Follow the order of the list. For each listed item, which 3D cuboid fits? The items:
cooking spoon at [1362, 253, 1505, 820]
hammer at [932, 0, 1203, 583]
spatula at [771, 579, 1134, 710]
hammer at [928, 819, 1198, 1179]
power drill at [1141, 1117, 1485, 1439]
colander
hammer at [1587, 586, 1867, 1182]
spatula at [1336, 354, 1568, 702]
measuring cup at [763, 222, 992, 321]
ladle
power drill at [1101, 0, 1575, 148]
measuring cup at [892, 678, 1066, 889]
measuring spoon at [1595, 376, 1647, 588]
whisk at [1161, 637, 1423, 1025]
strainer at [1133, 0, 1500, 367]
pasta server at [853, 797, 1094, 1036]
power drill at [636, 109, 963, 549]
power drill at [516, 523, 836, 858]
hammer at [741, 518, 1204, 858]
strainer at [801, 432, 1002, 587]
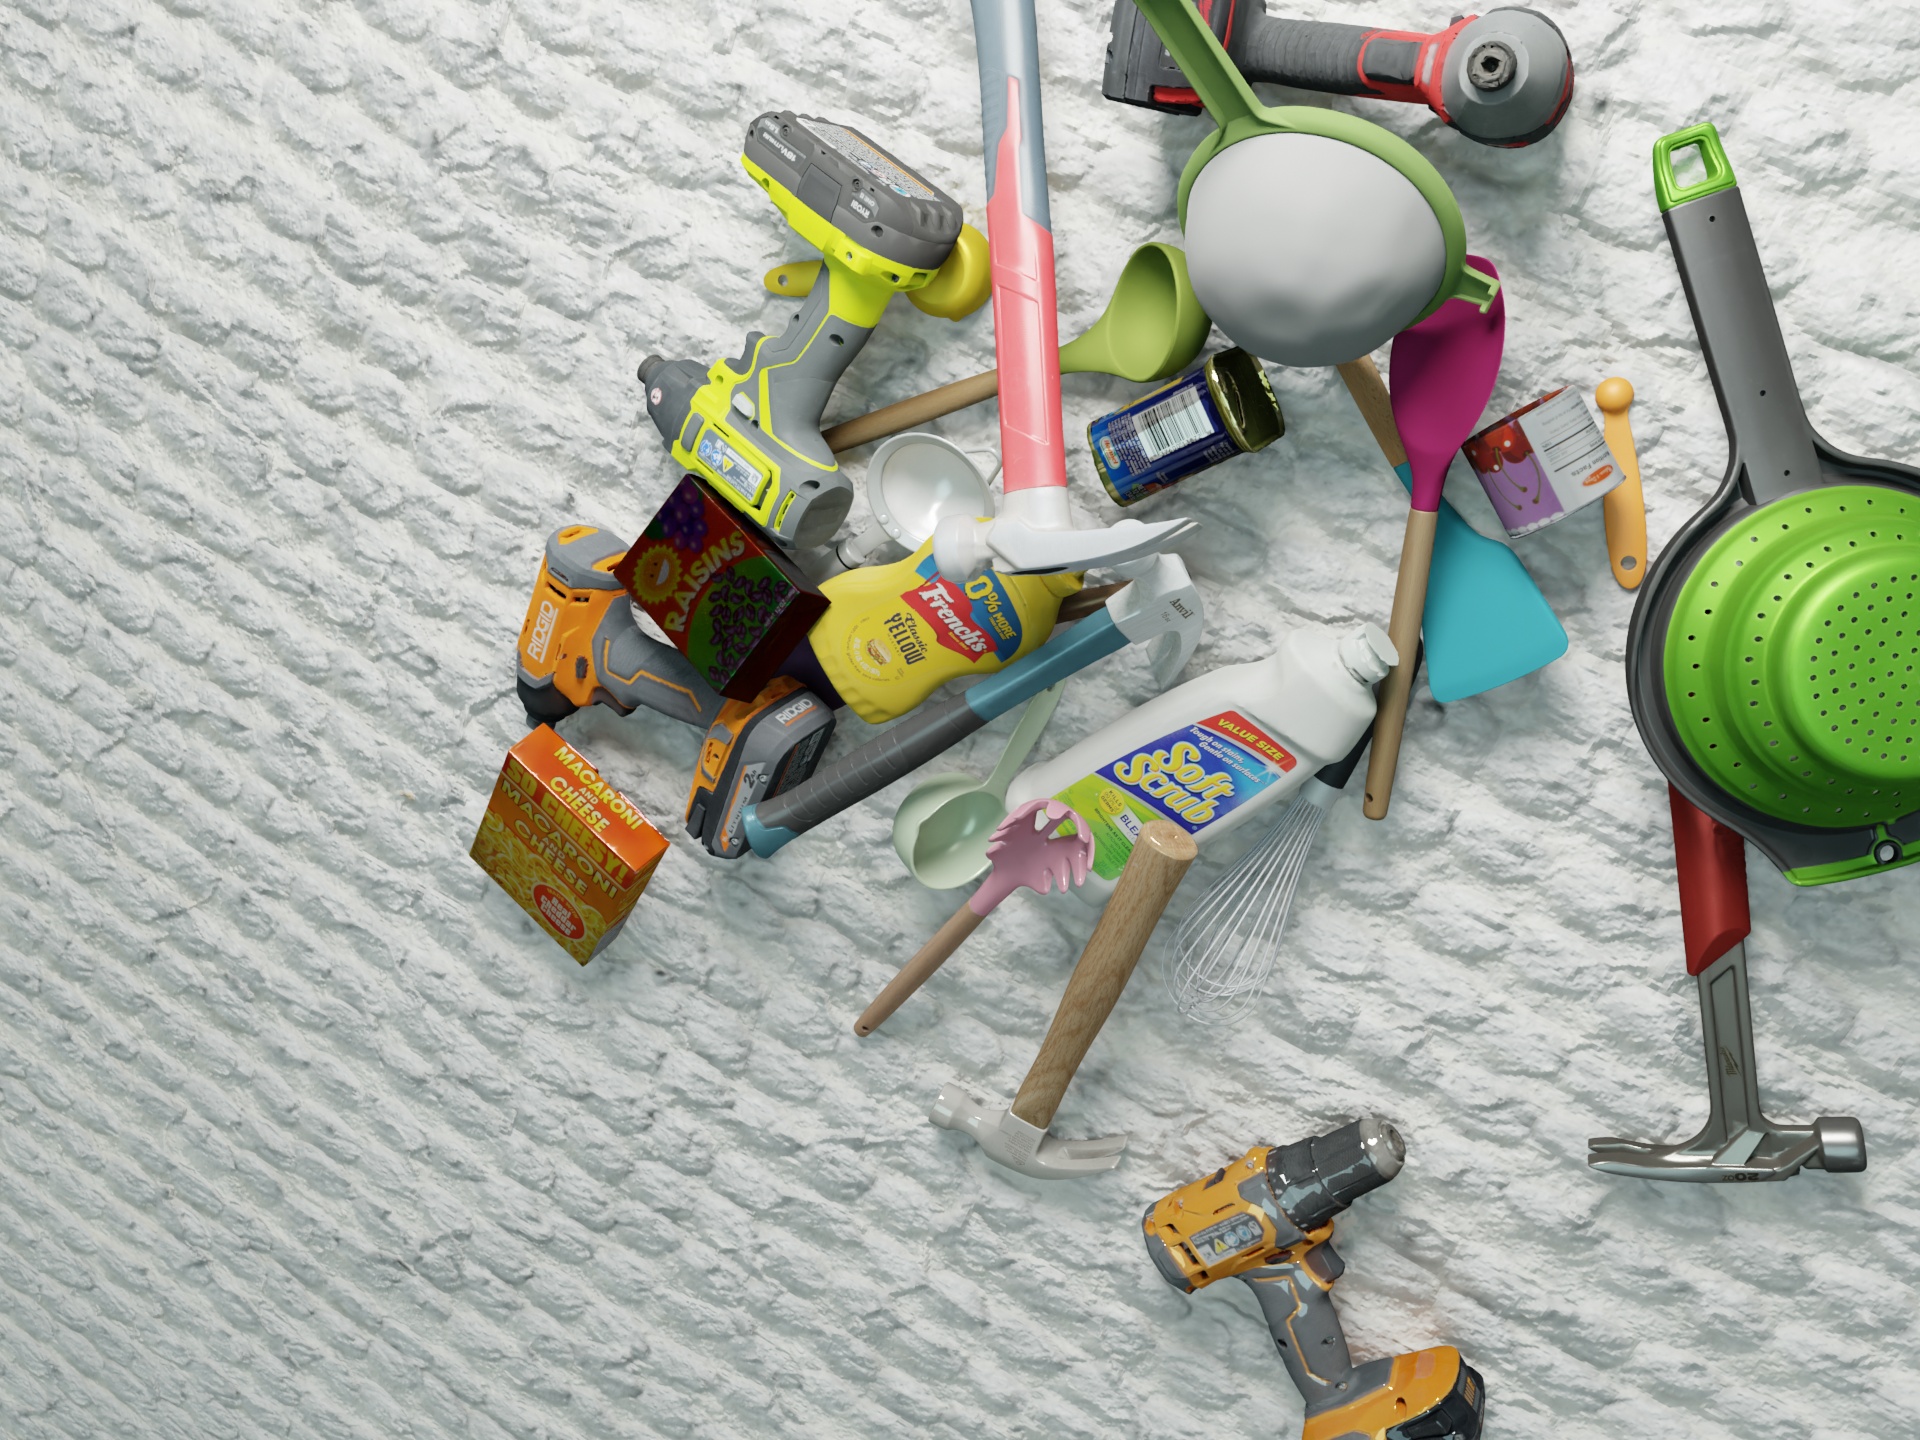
[{"bbox_3d":[0.251,-0.091,0.873,0.069,0.017,0.318,28,122,47],"label":"cooking spoon"},{"bbox_3d":[0.046,-0.273,0.859,0.143,0.038,0.386,-5,85,23],"label":"hammer"},{"bbox_3d":[-0.010,-0.052,1.031,0.316,0.018,0.059,-12,103,26],"label":"spatula"},{"bbox_3d":[0.081,0.189,1.023,0.130,0.031,0.331,26,129,7],"label":"hammer"},{"bbox_3d":[0.251,0.376,1.034,0.185,0.084,0.226,-36,87,25],"label":"power drill"},{"bbox_3d":[0.422,-0.106,0.781,0.204,0.094,0.397,-18,93,8],"label":"colander"},{"bbox_3d":[0.416,0.097,0.901,0.149,0.037,0.359,-6,105,23],"label":"hammer"},{"bbox_3d":[0.234,-0.166,0.885,0.082,0.044,0.317,-26,95,38],"label":"spatula"},{"bbox_3d":[-0.056,-0.272,0.972,0.156,0.029,0.062,2,106,21],"label":"measuring cup"},{"bbox_3d":[0.004,-0.203,0.958,0.320,0.062,0.078,-14,75,28],"label":"ladle"},{"bbox_3d":[0.191,-0.332,0.795,0.220,0.143,0.078,17,112,18],"label":"power drill"},{"bbox_3d":[0.014,0.031,1.034,0.038,0.083,0.167,39,100,45],"label":"measuring cup"},{"bbox_3d":[0.360,-0.128,0.865,0.021,0.011,0.117,-5,105,23],"label":"measuring spoon"},{"bbox_3d":[0.204,0.069,0.968,0.070,0.070,0.284,30,111,10],"label":"whisk"},{"bbox_3d":[0.139,-0.255,0.770,0.151,0.069,0.256,1,148,46],"label":"strainer"},{"bbox_3d":[-0.003,0.138,1.030,0.060,0.040,0.316,35,134,-4],"label":"pasta server"},{"bbox_3d":[-0.107,-0.239,0.957,0.171,0.080,0.223,42,120,21],"label":"power drill"},{"bbox_3d":[-0.209,-0.008,1.086,0.226,0.084,0.164,37,125,13],"label":"power drill"},{"bbox_3d":[-0.002,-0.003,0.963,0.331,0.128,0.033,-30,54,19],"label":"hammer"},{"bbox_3d":[-0.065,-0.113,1.022,0.258,0.050,0.086,-31,106,32],"label":"strainer"}]
